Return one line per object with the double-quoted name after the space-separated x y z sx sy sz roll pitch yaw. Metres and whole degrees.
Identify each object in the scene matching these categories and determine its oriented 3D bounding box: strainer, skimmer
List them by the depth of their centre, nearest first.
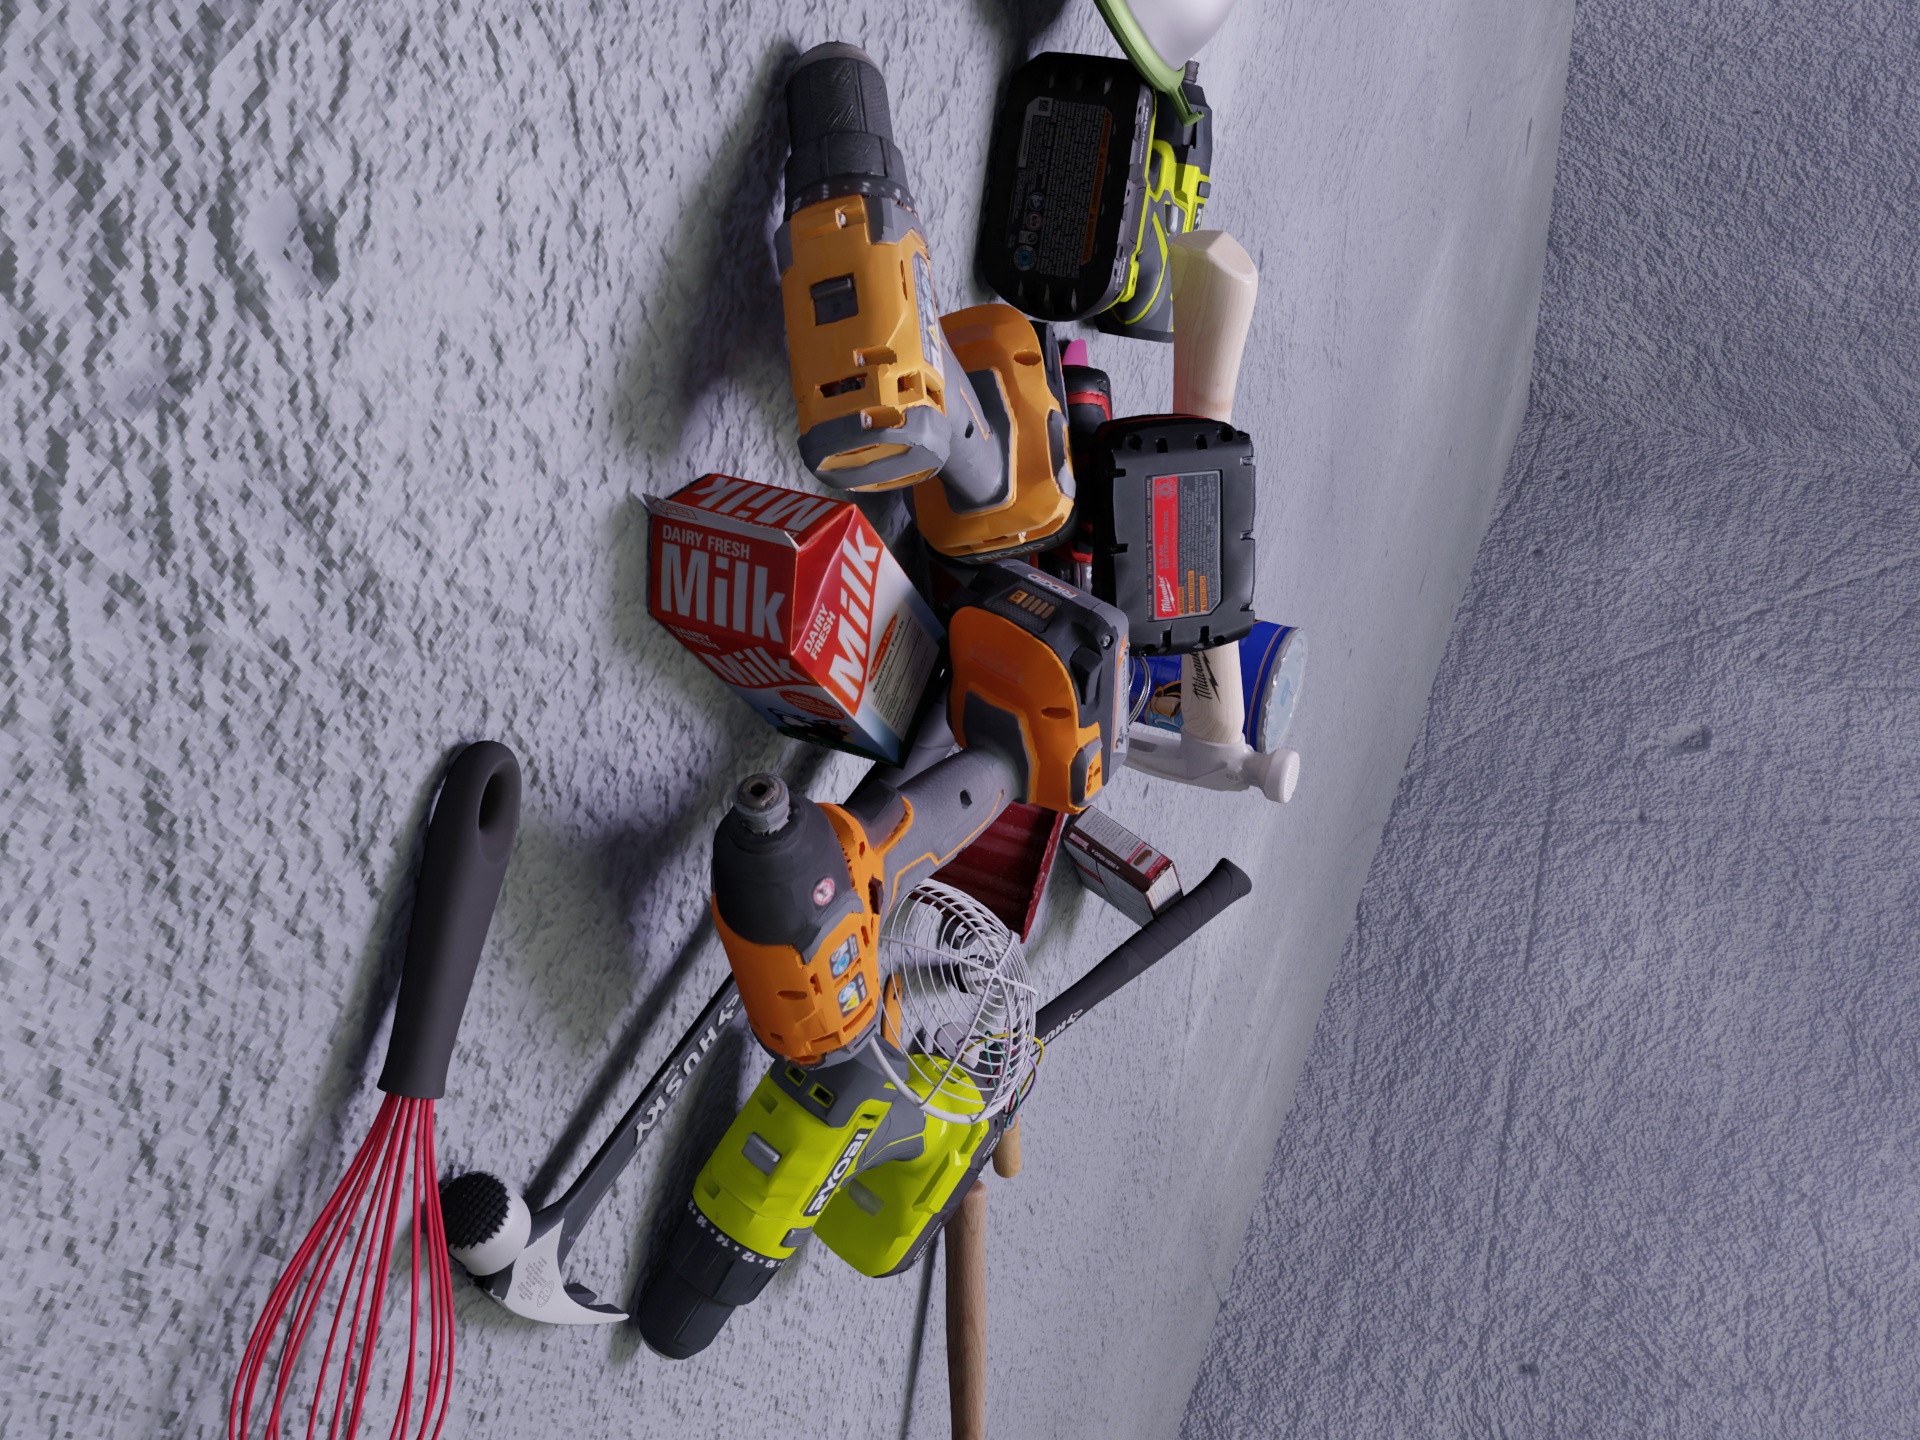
0.074 -0.419 0.759 0.256 0.069 0.152 32 44 -54 "strainer"
-0.014 0.158 0.921 0.363 0.090 0.127 108 -41 -80 "skimmer"

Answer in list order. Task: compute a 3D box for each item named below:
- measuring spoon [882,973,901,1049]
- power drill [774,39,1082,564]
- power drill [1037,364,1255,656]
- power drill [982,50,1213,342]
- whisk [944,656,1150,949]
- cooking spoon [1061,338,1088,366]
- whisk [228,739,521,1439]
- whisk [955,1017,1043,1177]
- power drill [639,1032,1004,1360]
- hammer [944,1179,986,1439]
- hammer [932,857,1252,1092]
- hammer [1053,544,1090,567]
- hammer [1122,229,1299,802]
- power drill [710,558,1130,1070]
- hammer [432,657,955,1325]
-0.041 0.212 1.030 0.021 0.011 0.116 -43 142 -52 "measuring spoon"
-0.017 -0.176 0.720 0.226 0.084 0.185 22 59 -69 "power drill"
0.084 -0.097 0.893 0.227 0.080 0.187 -130 -145 -68 "power drill"
0.094 -0.311 0.931 0.223 0.080 0.171 -30 131 -64 "power drill"
0.057 0.051 1.074 0.239 0.055 0.055 -59 156 -2 "whisk"
0.054 -0.090 1.050 0.069 0.017 0.318 -37 137 -62 "cooking spoon"
-0.200 0.151 0.567 0.073 0.073 0.296 28 72 -67 "whisk"
0.032 0.261 1.068 0.047 0.051 0.244 -33 151 -18 "whisk"
-0.074 0.259 0.885 0.190 0.080 0.228 -57 155 -1 "power drill"
0.007 0.506 1.232 0.031 0.130 0.331 -25 119 -56 "hammer"
0.103 0.200 1.190 0.335 0.035 0.146 -31 143 -32 "hammer"
0.131 -0.150 1.149 0.331 0.033 0.128 -38 139 -61 "hammer"
0.149 -0.117 1.034 0.038 0.146 0.410 -54 147 -42 "hammer"
-0.019 0.029 0.699 0.226 0.084 0.164 -45 148 -28 "power drill"
-0.087 0.108 0.773 0.409 0.036 0.149 -53 152 -29 "hammer"
